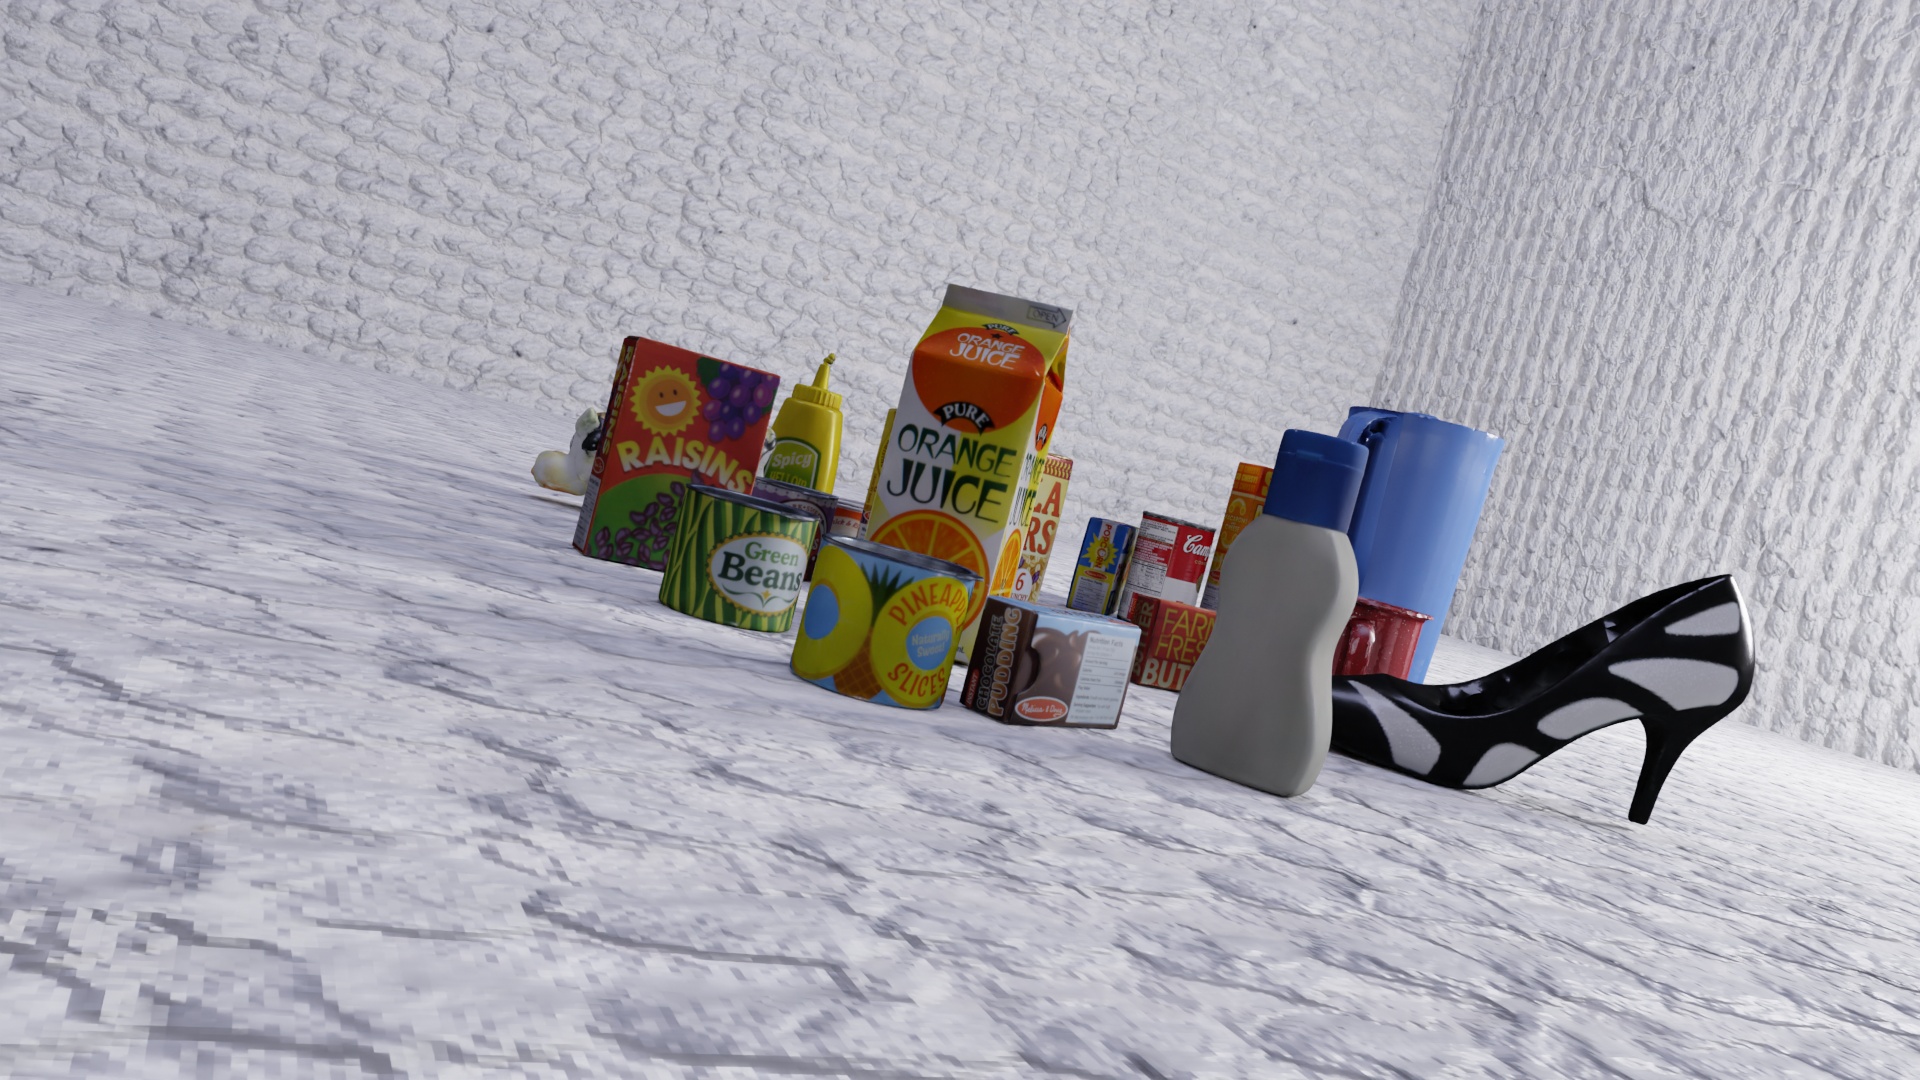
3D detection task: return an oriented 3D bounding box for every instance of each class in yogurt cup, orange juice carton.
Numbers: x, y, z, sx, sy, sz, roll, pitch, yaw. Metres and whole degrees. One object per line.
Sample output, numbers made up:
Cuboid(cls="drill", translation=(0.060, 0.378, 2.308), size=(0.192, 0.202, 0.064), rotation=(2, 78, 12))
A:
Cuboid(cls="yogurt cup", translation=(-0.097, -0.006, 1.021), size=(0.072, 0.054, 0.072), rotation=(15, 3, -1))
Cuboid(cls="orange juice carton", translation=(0.003, -0.037, 0.737), size=(0.072, 0.192, 0.073), rotation=(15, 2, 12))

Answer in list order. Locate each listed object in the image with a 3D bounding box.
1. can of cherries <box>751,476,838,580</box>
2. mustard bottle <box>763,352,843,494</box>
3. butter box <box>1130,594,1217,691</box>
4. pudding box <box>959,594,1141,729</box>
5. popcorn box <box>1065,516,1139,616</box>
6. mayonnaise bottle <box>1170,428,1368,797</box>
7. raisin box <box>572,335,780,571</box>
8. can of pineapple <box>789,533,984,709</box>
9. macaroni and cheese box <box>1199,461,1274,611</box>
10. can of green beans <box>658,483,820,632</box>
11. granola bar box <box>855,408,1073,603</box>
Cuboid(cls="can of cherries", translation=(-0.118, -0.008, 0.917), size=(0.071, 0.058, 0.071), rotation=(15, 3, -1))
Cuboid(cls="mustard bottle", translation=(-0.126, -0.073, 1.101), size=(0.065, 0.160, 0.049), rotation=(15, 2, 4))
Cuboid(cls="butter box", translation=(0.149, 0.068, 0.840), size=(0.103, 0.053, 0.024), rotation=(13, 3, -25))
Cuboid(cls="pudding box", translation=(0.041, 0.054, 0.606), size=(0.030, 0.049, 0.084), rotation=(17, 3, 40))
Cuboid(cls="popcorn box", translation=(0.134, 0.024, 1.286), size=(0.038, 0.085, 0.127), rotation=(15, 3, 12))
Cuboid(cls="mayonnaise bottle", translation=(0.136, 0.029, 0.585), size=(0.065, 0.148, 0.041), rotation=(16, 3, 31))
Cuboid(cls="raisin box", translation=(-0.159, -0.045, 0.780), size=(0.086, 0.123, 0.040), rotation=(13, 3, -25))
Cuboid(cls="can of pineapple", translation=(-0.031, 0.033, 0.568), size=(0.071, 0.058, 0.071), rotation=(15, 3, -1))
Cuboid(cls="macaroni and cheese box", translation=(0.289, 0.023, 1.269), size=(0.124, 0.166, 0.040), rotation=(13, 3, -27))
Cuboid(cls="can of green beans", translation=(-0.107, 0.008, 0.667), size=(0.071, 0.057, 0.071), rotation=(15, 3, -1))
Cuboid(cls="granola bar box", translation=(0.003, -0.012, 0.934), size=(0.039, 0.124, 0.165), rotation=(16, 3, 38))
